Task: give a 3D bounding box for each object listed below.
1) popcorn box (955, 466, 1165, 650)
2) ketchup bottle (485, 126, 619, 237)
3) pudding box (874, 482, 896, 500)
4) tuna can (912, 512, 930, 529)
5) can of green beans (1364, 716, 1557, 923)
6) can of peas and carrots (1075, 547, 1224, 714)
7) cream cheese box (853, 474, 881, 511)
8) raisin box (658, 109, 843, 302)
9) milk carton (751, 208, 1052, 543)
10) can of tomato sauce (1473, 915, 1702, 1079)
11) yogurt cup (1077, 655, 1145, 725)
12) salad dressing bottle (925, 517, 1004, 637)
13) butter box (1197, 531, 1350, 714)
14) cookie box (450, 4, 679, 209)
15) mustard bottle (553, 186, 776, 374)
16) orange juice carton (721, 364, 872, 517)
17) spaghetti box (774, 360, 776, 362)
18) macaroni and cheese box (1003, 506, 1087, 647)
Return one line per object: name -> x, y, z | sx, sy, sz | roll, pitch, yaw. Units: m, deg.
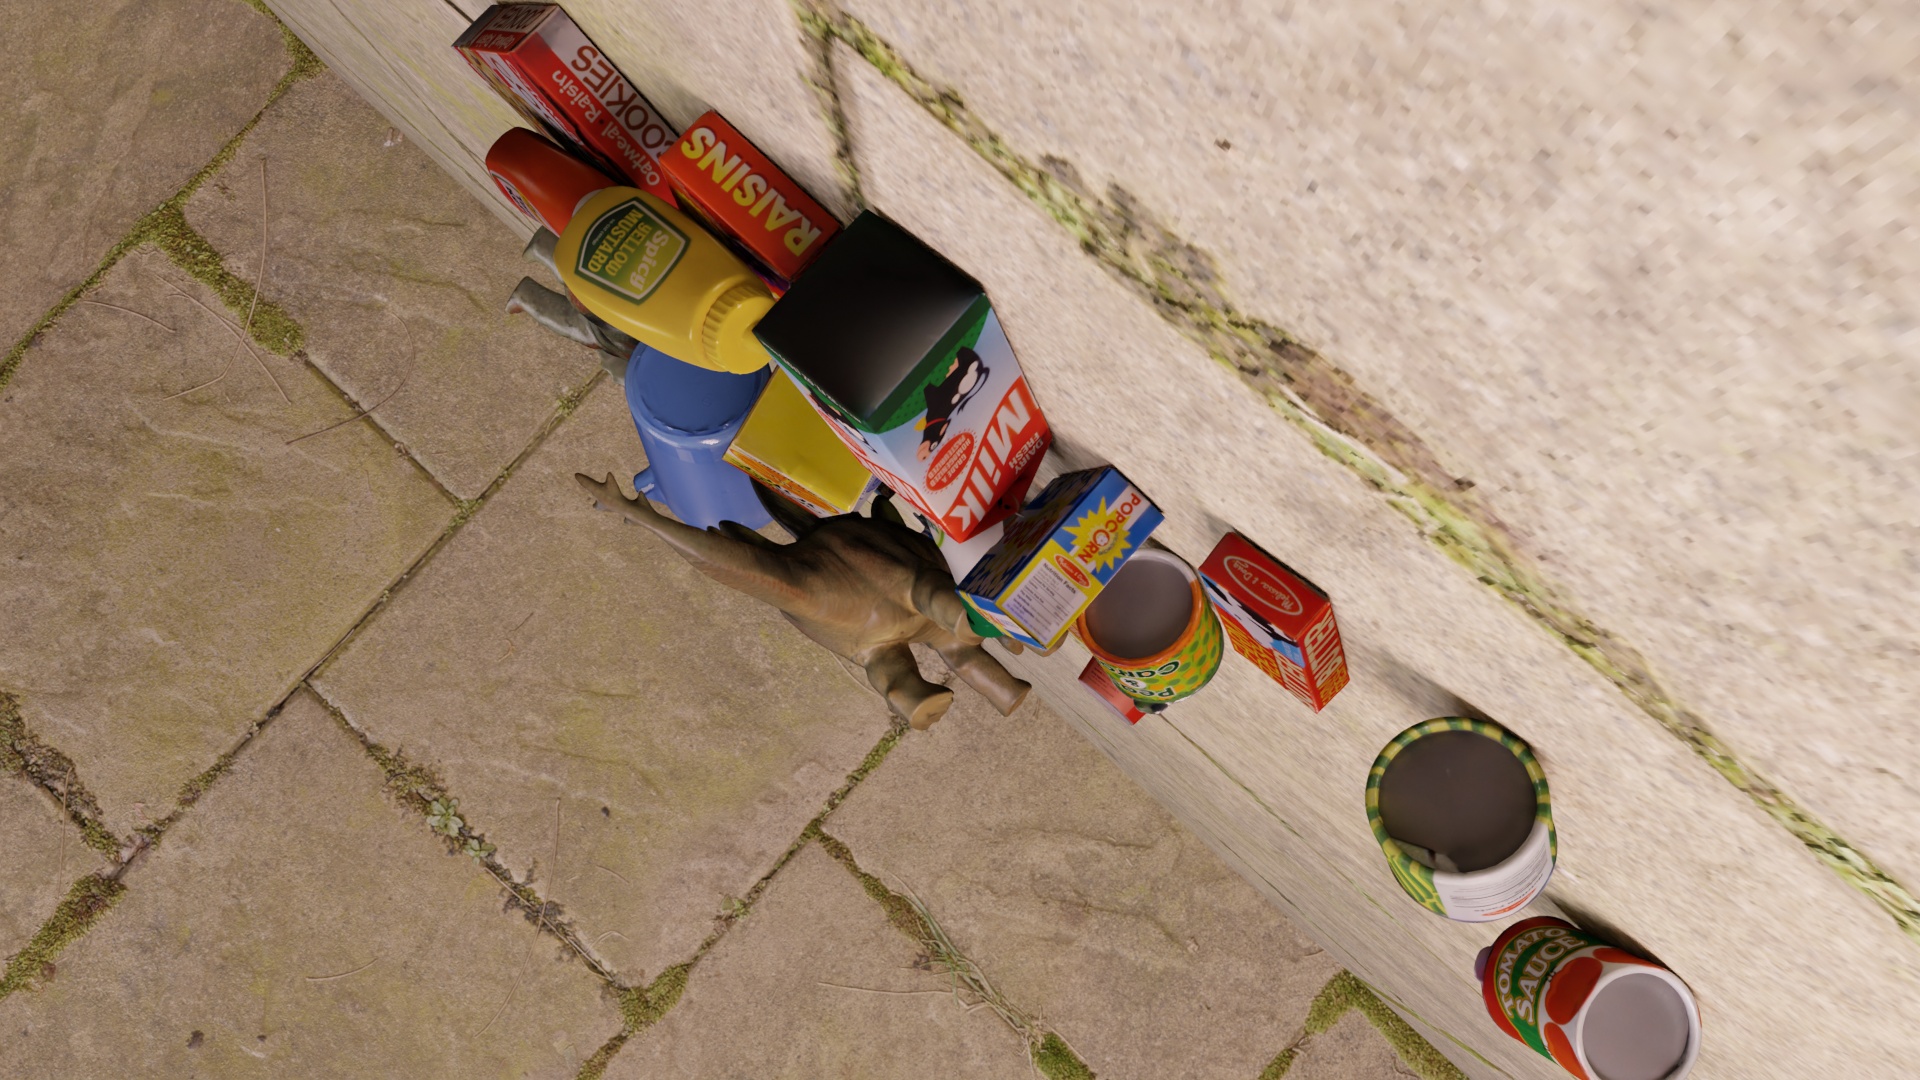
popcorn box -> 0.046, 0.008, 0.696 | 0.038, 0.085, 0.126 | 42, 174, -6
ketchup bottle -> -0.212, -0.186, 0.771 | 0.149, 0.043, 0.064 | 36, 174, 46
pudding box -> -0.067, -0.068, 1.094 | 0.030, 0.050, 0.084 | 48, 172, -37
tuna can -> -0.004, -0.011, 1.183 | 0.071, 0.033, 0.071 | 41, 174, 5
can of green beans -> 0.194, 0.108, 0.537 | 0.071, 0.071, 0.057 | 38, 172, 36
can of peas and carrots -> 0.097, 0.047, 0.716 | 0.071, 0.071, 0.058 | 38, 173, 33
cream cheese box -> -0.090, -0.065, 0.940 | 0.104, 0.053, 0.024 | 34, 173, 36
raisin box -> -0.101, -0.155, 0.699 | 0.086, 0.040, 0.123 | 43, 174, 1
milk carton -> -0.015, -0.061, 0.642 | 0.072, 0.073, 0.190 | 39, 174, 23
can of tomato sauce -> 0.306, 0.227, 0.681 | 0.071, 0.071, 0.083 | 43, 174, -6
yogurt cup -> 0.126, 0.103, 1.050 | 0.072, 0.054, 0.072 | 41, 174, 6
salad dressing bottle -> 0.003, -0.010, 0.816 | 0.064, 0.044, 0.147 | -126, 14, -59
butter box -> 0.137, 0.037, 0.602 | 0.053, 0.024, 0.103 | 39, 174, 31
cookie box -> -0.221, -0.249, 0.804 | 0.122, 0.040, 0.168 | 45, 173, -34
mustard bottle -> -0.128, -0.116, 0.656 | 0.160, 0.065, 0.048 | 33, 174, 34
orange juice carton -> -0.088, -0.062, 0.803 | 0.072, 0.073, 0.192 | 31, 174, -10
spaghetti box -> -0.079, -0.112, 0.937 | 0.050, 0.029, 0.250 | 43, 175, -19
macaroni and cheese box -> 0.079, 0.033, 0.894 | 0.123, 0.040, 0.166 | 42, 175, -8
